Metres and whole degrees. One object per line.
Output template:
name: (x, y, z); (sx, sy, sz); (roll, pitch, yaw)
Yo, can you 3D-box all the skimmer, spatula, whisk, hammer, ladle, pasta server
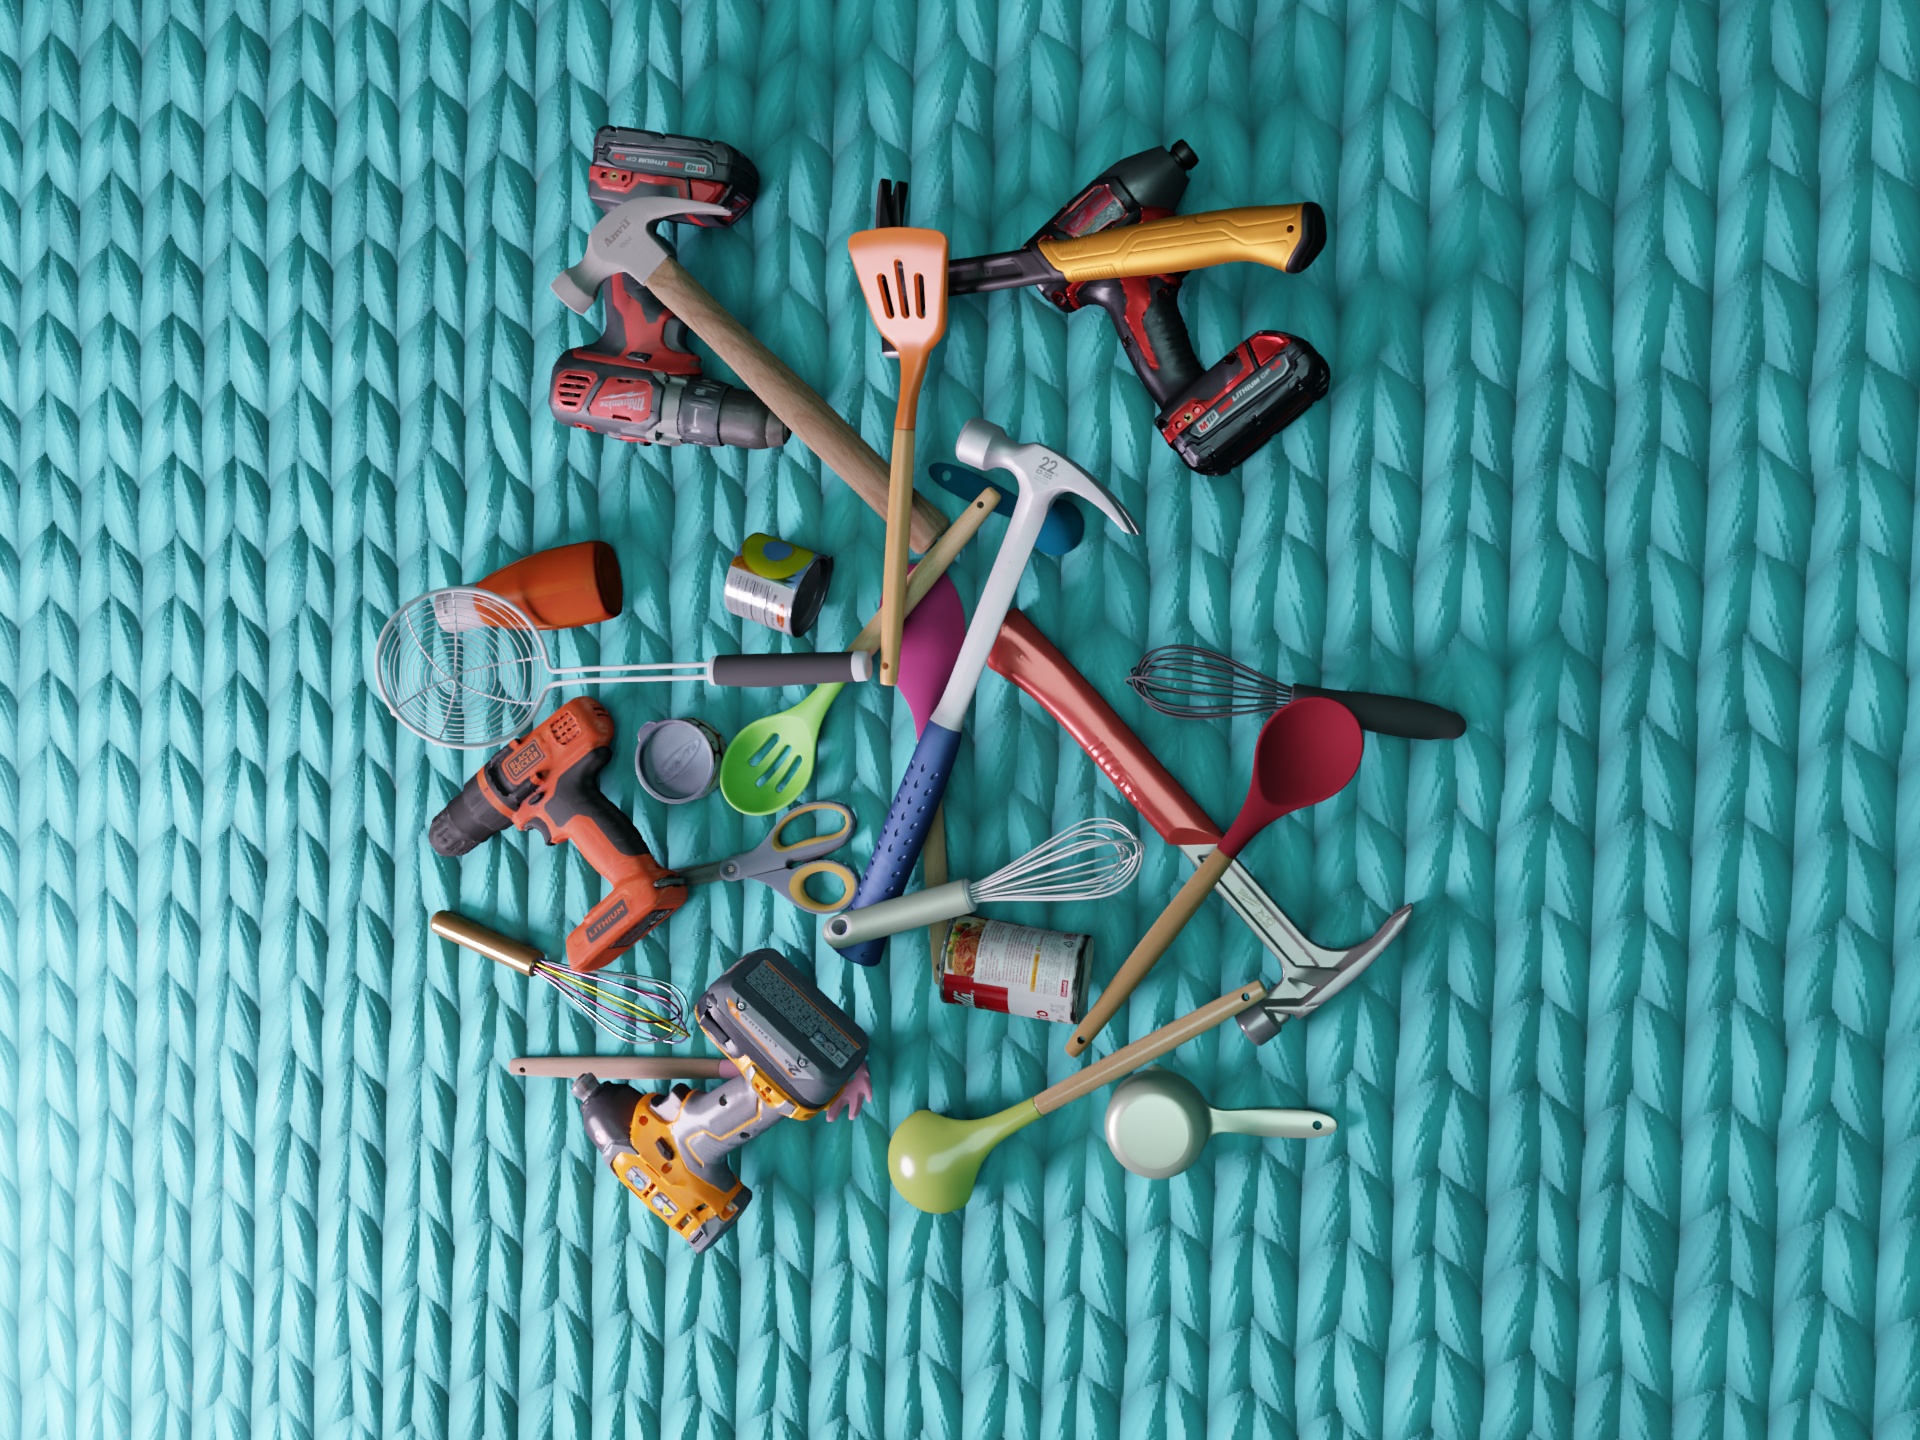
skimmer: (-0.251, -0.043, 1.184); (0.363, 0.090, 0.127); (-1, 75, 13)
spatula: (-0.047, -0.185, 1.143); (0.081, 0.041, 0.322); (8, 99, 27)
whisk: (-0.320, 0.201, 1.270); (0.245, 0.047, 0.051); (20, 98, 16)
hammer: (-0.135, -0.250, 1.168); (0.331, 0.031, 0.130); (43, 100, -8)
whisk: (0.235, -0.014, 1.124); (0.239, 0.055, 0.055); (10, 94, 9)
ladle: (0.083, 0.268, 1.159); (0.320, 0.062, 0.078); (-31, 76, 13)
hammer: (-0.002, -0.004, 1.154); (0.144, 0.035, 0.405); (26, 104, 16)
pasta server: (-0.215, 0.276, 1.248); (0.316, 0.040, 0.060); (-3, 102, 15)
hammer: (0.154, 0.054, 1.149); (0.149, 0.036, 0.359); (-42, 82, 12)
ladle: (0.171, 0.114, 1.114); (0.069, 0.031, 0.315); (38, 100, 10)
whisk: (0.015, 0.123, 1.140); (0.246, 0.059, 0.058); (-17, 66, 13)
hammer: (0.084, -0.323, 1.082); (0.337, 0.034, 0.127); (3, 101, 33)

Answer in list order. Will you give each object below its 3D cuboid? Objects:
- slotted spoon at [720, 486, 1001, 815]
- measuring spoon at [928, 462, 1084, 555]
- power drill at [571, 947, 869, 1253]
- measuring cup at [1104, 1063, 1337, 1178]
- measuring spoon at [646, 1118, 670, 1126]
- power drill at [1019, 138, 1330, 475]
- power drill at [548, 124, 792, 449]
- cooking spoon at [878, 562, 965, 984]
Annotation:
slotted spoon: (-0.073, -0.051, 1.196); (0.070, 0.031, 0.313); (44, 104, 13)
measuring spoon: (0.031, -0.162, 1.179); (0.128, 0.021, 0.042); (26, 98, 11)
power drill: (-0.189, 0.275, 1.185); (0.164, 0.084, 0.226); (42, 116, 5)
measuring cup: (0.185, 0.294, 1.146); (0.167, 0.038, 0.083); (-3, 91, 16)
measuring spoon: (-0.220, 0.318, 1.265); (0.124, 0.018, 0.034); (-2, 91, 7)
power drill: (0.154, -0.293, 1.116); (0.143, 0.078, 0.220); (-39, 79, 18)
power drill: (-0.207, -0.319, 1.208); (0.188, 0.080, 0.226); (11, 98, 6)
cooking spoon: (-0.023, 0.040, 1.201); (0.069, 0.017, 0.319); (-4, 90, 14)
